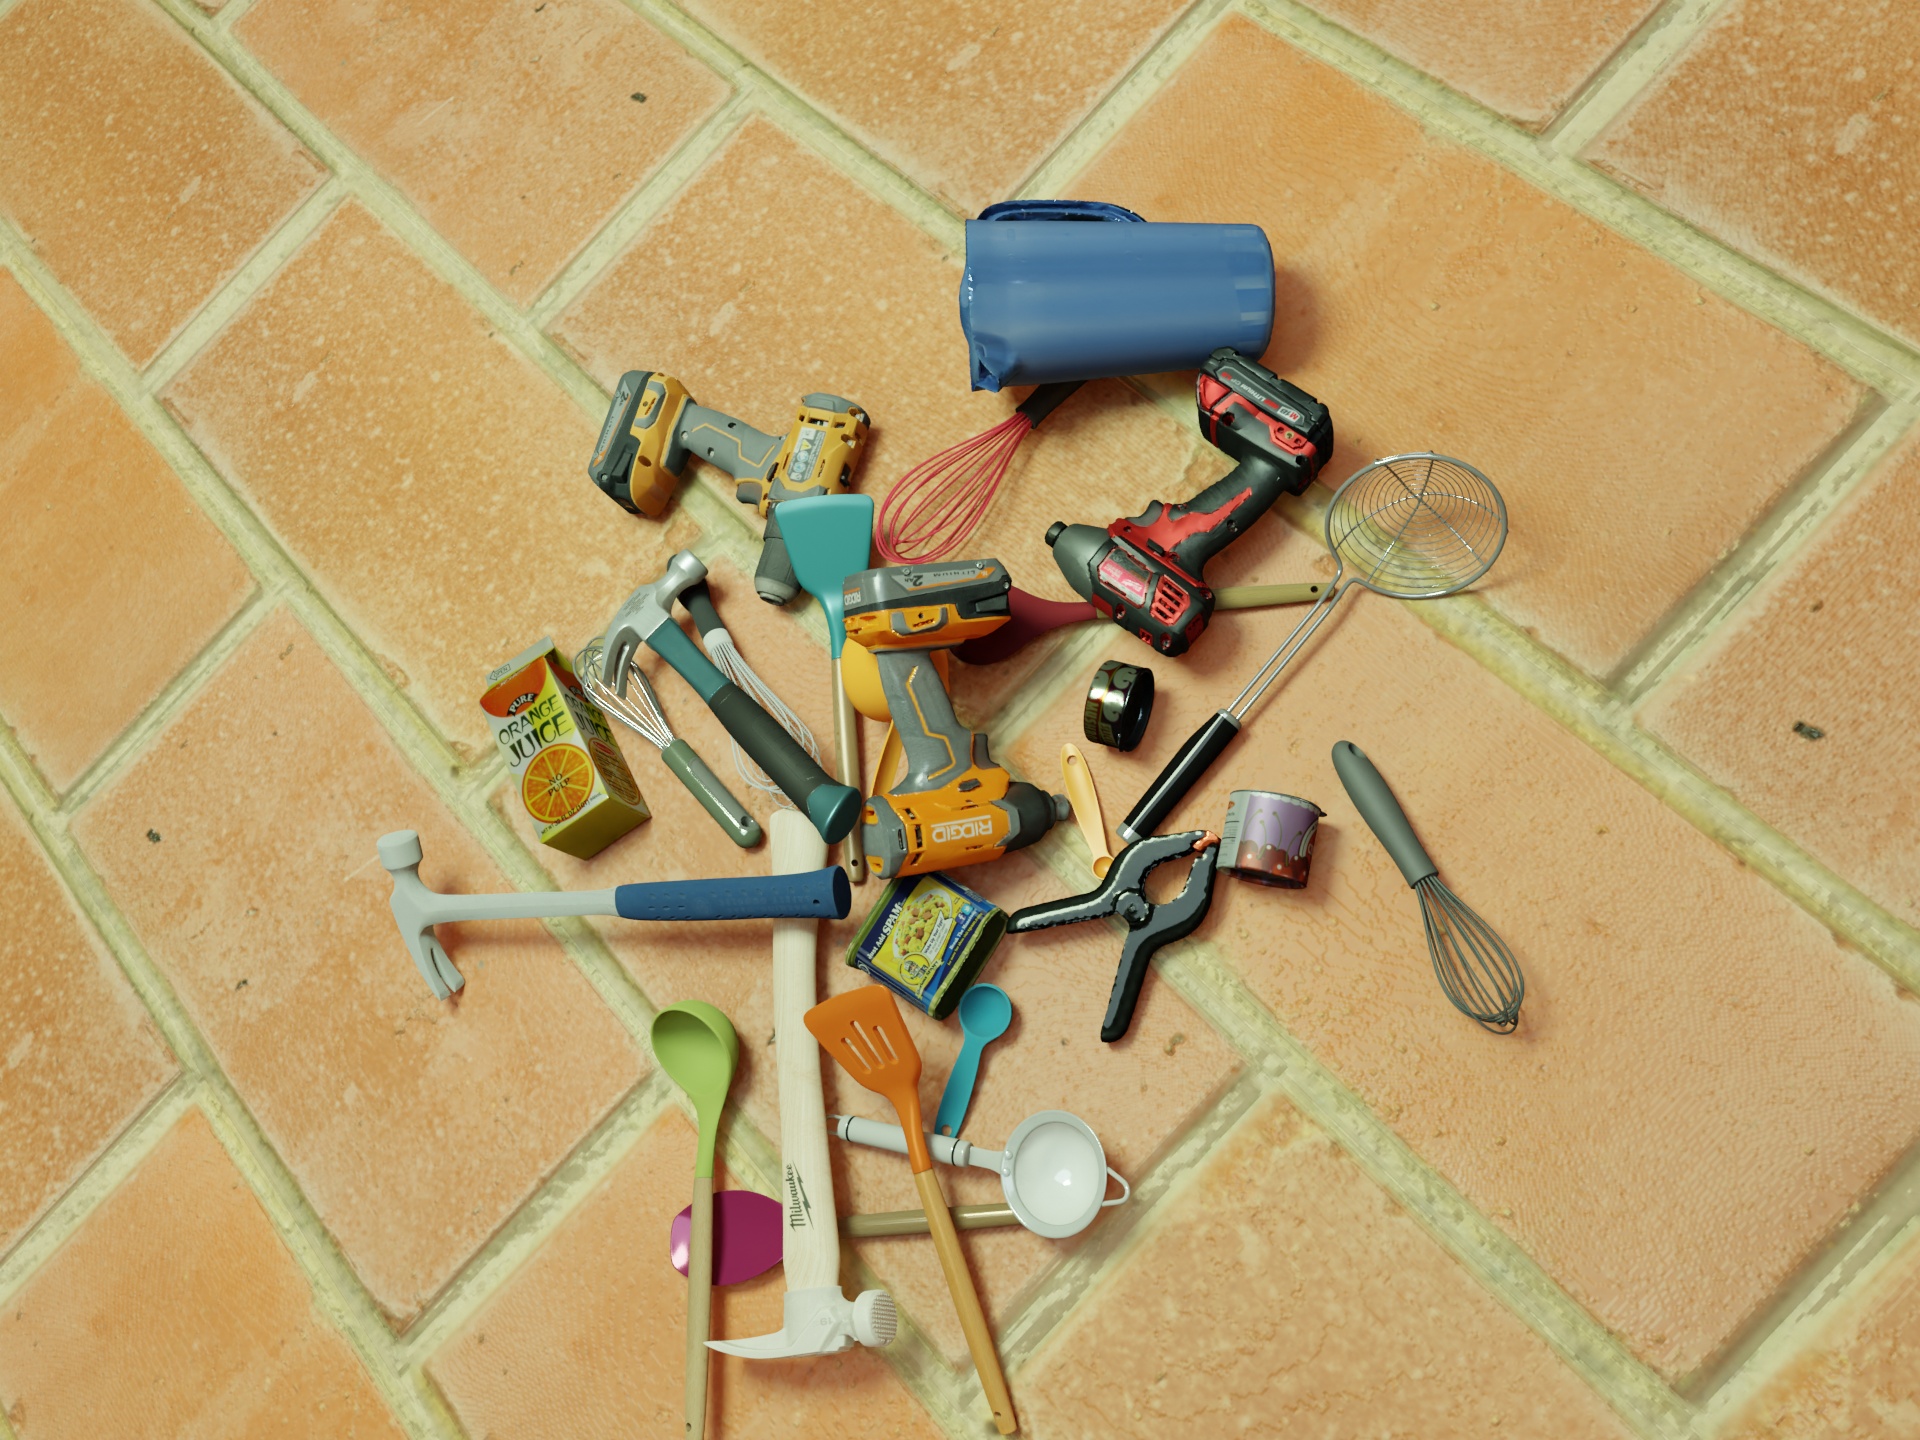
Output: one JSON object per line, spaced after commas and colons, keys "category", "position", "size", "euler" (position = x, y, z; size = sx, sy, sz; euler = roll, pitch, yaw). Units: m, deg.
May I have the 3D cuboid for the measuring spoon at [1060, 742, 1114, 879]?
{"category": "measuring spoon", "position": [0.098, 0.070, 1.227], "size": [0.021, 0.011, 0.117], "euler": [-19, 64, 8]}

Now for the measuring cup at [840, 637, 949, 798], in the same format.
{"category": "measuring cup", "position": [-0.065, -0.004, 1.254], "size": [0.052, 0.095, 0.174], "euler": [-4, 62, 37]}

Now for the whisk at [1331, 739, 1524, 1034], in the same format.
{"category": "whisk", "position": [0.322, 0.112, 1.116], "size": [0.055, 0.055, 0.239], "euler": [-30, 62, 8]}

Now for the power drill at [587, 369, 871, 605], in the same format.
{"category": "power drill", "position": [-0.206, -0.205, 1.383], "size": [0.226, 0.084, 0.185], "euler": [14, 79, 18]}

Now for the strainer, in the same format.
{"category": "strainer", "position": [0.010, 0.314, 1.152], "size": [0.258, 0.050, 0.087], "euler": [5, 80, 27]}

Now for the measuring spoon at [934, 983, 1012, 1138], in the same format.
{"category": "measuring spoon", "position": [0.007, 0.260, 1.194], "size": [0.042, 0.021, 0.128], "euler": [18, 88, 22]}

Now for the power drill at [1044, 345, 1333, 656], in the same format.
{"category": "power drill", "position": [0.174, -0.169, 1.222], "size": [0.143, 0.078, 0.219], "euler": [37, 84, 20]}

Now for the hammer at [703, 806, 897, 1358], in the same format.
{"category": "hammer", "position": [-0.130, 0.264, 1.209], "size": [0.146, 0.038, 0.411], "euler": [-17, 62, 24]}

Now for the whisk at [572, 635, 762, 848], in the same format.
{"category": "whisk", "position": [-0.247, 0.018, 1.341], "size": [0.246, 0.058, 0.059], "euler": [45, 125, 21]}

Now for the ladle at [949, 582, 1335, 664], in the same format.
{"category": "ladle", "position": [0.134, -0.088, 1.256], "size": [0.315, 0.031, 0.069], "euler": [-4, 76, 16]}

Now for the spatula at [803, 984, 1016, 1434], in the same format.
{"category": "spatula", "position": [-0.024, 0.346, 1.128], "size": [0.081, 0.041, 0.323], "euler": [-25, 78, 29]}

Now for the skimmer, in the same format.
{"category": "skimmer", "position": [0.247, -0.041, 1.166], "size": [0.127, 0.090, 0.363], "euler": [39, 92, -18]}

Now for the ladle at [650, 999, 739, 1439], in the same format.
{"category": "ladle", "position": [-0.203, 0.370, 1.192], "size": [0.078, 0.062, 0.320], "euler": [-18, 63, 36]}

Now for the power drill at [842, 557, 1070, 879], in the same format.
{"category": "power drill", "position": [-0.002, -0.004, 1.197], "size": [0.164, 0.084, 0.226], "euler": [-7, 91, -23]}

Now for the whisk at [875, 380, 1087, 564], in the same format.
{"category": "whisk", "position": [0.041, -0.237, 1.322], "size": [0.296, 0.073, 0.073], "euler": [-45, 65, -7]}

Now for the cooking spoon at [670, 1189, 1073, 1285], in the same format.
{"category": "cooking spoon", "position": [-0.071, 0.375, 1.178], "size": [0.319, 0.017, 0.069], "euler": [-10, 65, 16]}

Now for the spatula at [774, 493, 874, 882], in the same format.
{"category": "spatula", "position": [-0.098, -0.027, 1.294], "size": [0.082, 0.044, 0.318], "euler": [-5, 76, -2]}

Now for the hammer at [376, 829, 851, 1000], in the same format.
{"category": "hammer", "position": [-0.278, 0.150, 1.266], "size": [0.405, 0.035, 0.144], "euler": [-4, 106, 19]}

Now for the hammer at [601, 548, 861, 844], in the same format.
{"category": "hammer", "position": [-0.179, -0.013, 1.253], "size": [0.128, 0.033, 0.331], "euler": [-45, 52, -4]}

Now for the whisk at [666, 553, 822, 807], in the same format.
{"category": "whisk", "position": [-0.191, -0.041, 1.330], "size": [0.070, 0.070, 0.285], "euler": [-35, 57, 5]}
